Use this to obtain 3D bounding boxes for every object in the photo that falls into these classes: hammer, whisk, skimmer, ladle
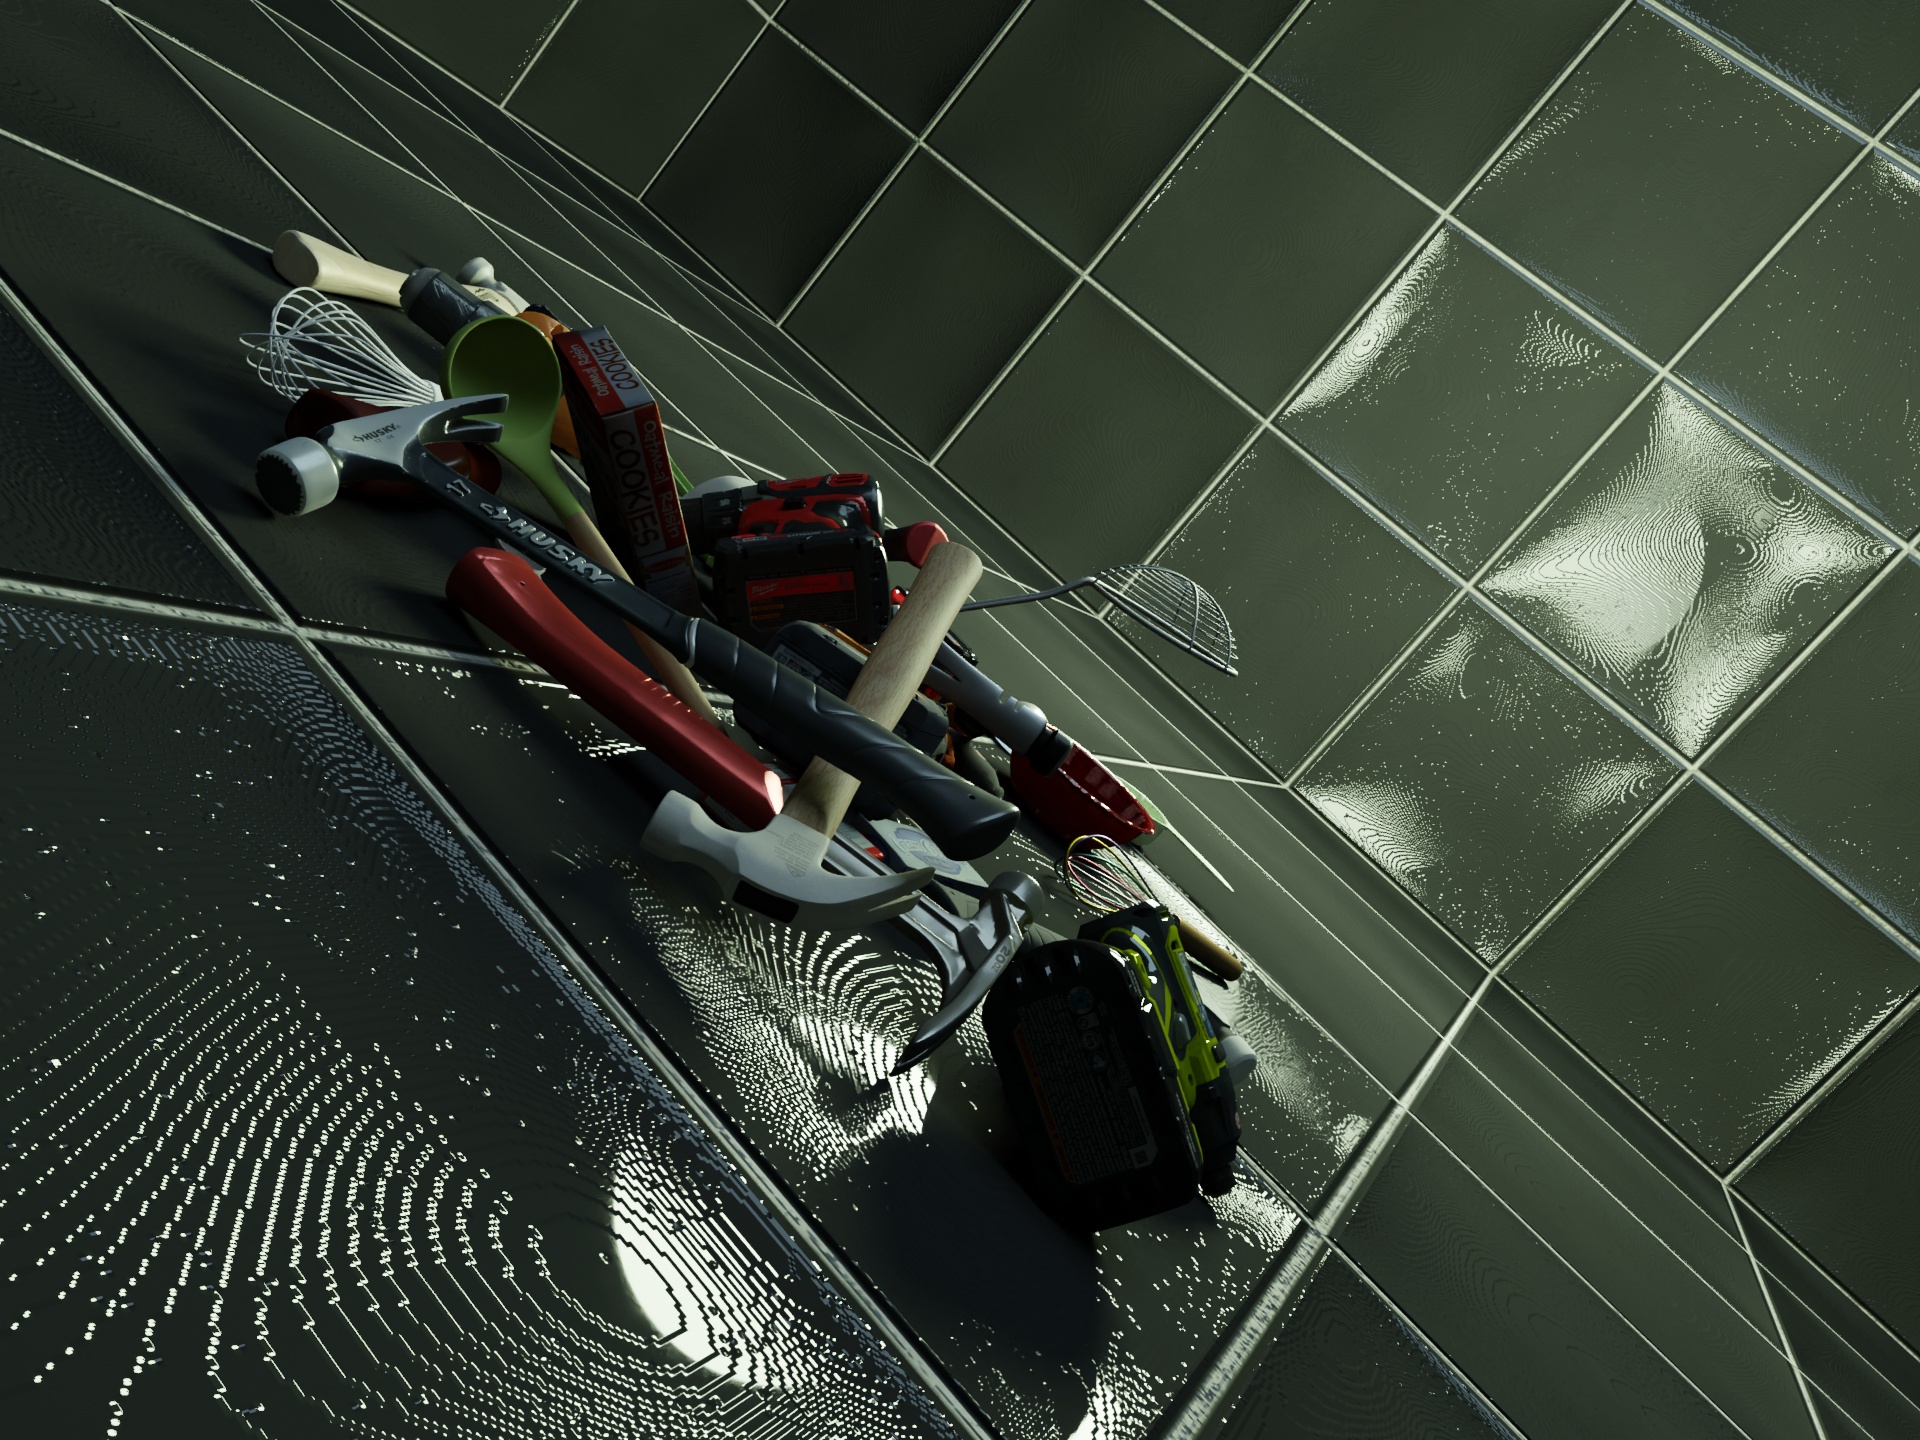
[{"bbox_3d":[-0.128,0.030,0.824,0.359,0.036,0.149,36,37,8],"label":"hammer"},{"bbox_3d":[-0.360,-0.215,1.028,0.070,0.070,0.284,42,7,8],"label":"whisk"},{"bbox_3d":[0.018,-0.055,1.166,0.127,0.363,0.090,-83,166,-79],"label":"skimmer"},{"bbox_3d":[0.159,0.165,1.317,0.244,0.051,0.047,37,32,-36],"label":"whisk"},{"bbox_3d":[-0.148,-0.050,0.803,0.409,0.036,0.149,32,37,11],"label":"hammer"},{"bbox_3d":[-0.215,-0.107,0.955,0.078,0.062,0.320,-25,76,-39],"label":"ladle"},{"bbox_3d":[-0.094,-0.161,1.398,0.143,0.038,0.386,29,-3,-16],"label":"hammer"},{"bbox_3d":[-0.002,-0.004,1.188,0.127,0.034,0.337,37,-6,-4],"label":"hammer"},{"bbox_3d":[-0.045,-0.006,0.860,0.130,0.031,0.331,28,38,-1],"label":"hammer"},{"bbox_3d":[-0.439,-0.351,1.335,0.146,0.038,0.411,42,12,-1],"label":"hammer"},{"bbox_3d":[0.072,0.156,1.060,0.334,0.035,0.146,28,17,-46],"label":"hammer"}]

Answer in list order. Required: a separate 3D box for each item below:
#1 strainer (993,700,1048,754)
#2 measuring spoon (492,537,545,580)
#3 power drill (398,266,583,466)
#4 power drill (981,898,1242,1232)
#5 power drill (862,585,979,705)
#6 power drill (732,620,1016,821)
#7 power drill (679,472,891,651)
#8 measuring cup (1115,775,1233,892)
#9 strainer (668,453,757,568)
[{"bbox_3d":[0.007,-0.032,1.562,0.258,0.050,0.087,36,26,-4],"label":"strainer"},{"bbox_3d":[-0.250,-0.066,0.928,0.034,0.018,0.124,28,23,-48],"label":"measuring spoon"},{"bbox_3d":[-0.330,-0.272,1.215,0.185,0.084,0.226,37,5,-15],"label":"power drill"},{"bbox_3d":[0.096,0.187,0.851,0.171,0.080,0.223,70,16,11],"label":"power drill"},{"bbox_3d":[-0.094,-0.076,1.313,0.143,0.078,0.219,47,16,31],"label":"power drill"},{"bbox_3d":[-0.044,0.016,1.020,0.164,0.084,0.226,34,0,11],"label":"power drill"},{"bbox_3d":[-0.142,-0.123,1.153,0.188,0.080,0.227,-6,24,-6],"label":"power drill"},{"bbox_3d":[0.202,0.124,1.599,0.167,0.038,0.083,44,12,7],"label":"measuring cup"},{"bbox_3d":[-0.208,-0.198,1.412,0.151,0.069,0.257,25,20,-53],"label":"strainer"}]
